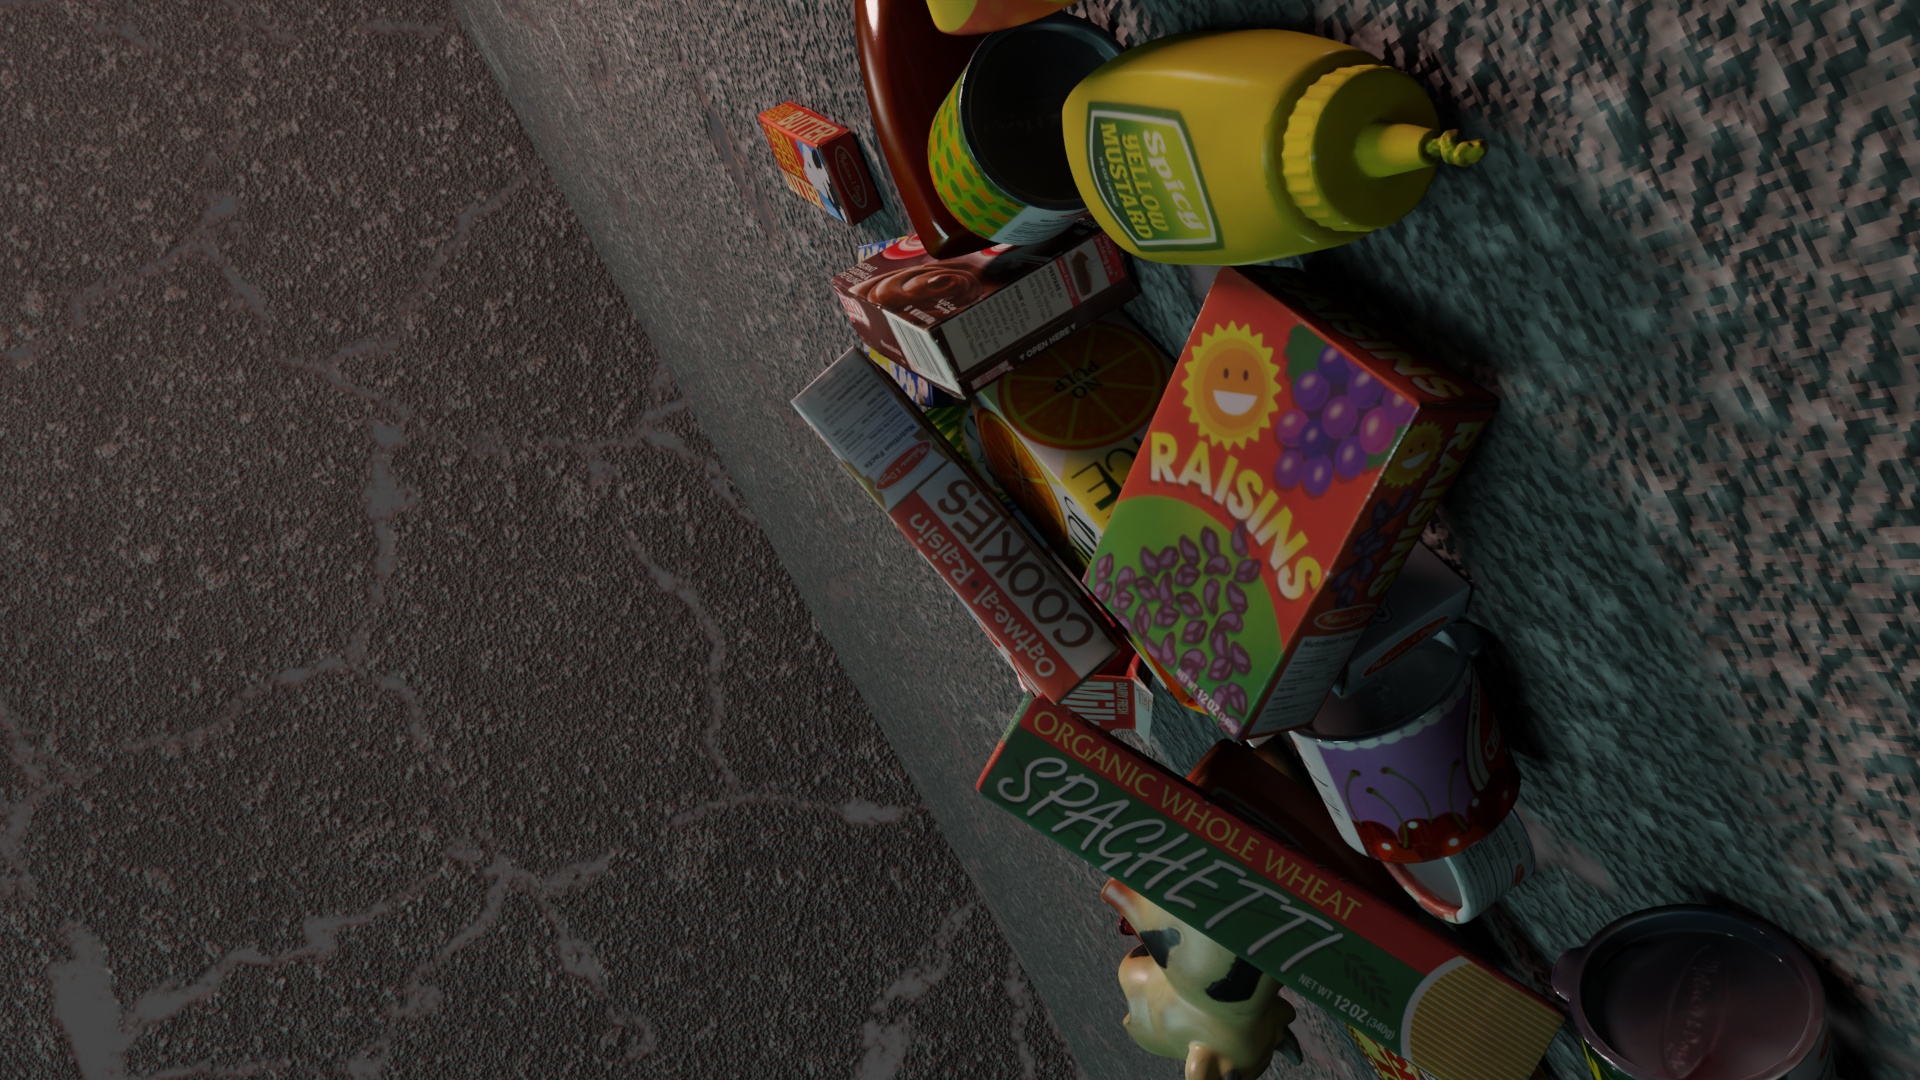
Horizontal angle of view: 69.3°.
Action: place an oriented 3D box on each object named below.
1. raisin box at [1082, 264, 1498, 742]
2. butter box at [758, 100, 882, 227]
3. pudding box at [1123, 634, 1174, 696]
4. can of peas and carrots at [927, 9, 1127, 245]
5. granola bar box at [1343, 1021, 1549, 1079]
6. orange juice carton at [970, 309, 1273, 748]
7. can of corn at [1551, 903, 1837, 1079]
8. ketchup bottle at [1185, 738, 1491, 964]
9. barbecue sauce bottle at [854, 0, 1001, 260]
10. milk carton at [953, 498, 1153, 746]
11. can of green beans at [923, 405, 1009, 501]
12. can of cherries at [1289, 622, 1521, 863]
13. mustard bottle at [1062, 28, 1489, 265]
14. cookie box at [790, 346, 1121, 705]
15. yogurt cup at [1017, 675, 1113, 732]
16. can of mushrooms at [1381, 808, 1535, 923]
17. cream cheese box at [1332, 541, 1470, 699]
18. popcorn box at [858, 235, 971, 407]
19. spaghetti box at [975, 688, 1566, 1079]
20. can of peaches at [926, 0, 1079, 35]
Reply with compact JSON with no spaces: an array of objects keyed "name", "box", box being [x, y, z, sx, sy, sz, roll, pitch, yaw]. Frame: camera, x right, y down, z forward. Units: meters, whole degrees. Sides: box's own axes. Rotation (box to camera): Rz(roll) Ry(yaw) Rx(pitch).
[{"name":"raisin box","box":[0.097,-0.012,0.432,0.086,0.040,0.122,49,130,39]},{"name":"butter box","box":[-0.085,-0.227,0.830,0.104,0.024,0.053,43,161,52]},{"name":"pudding box","box":[0.097,0.033,0.711,0.084,0.030,0.049,54,168,23]},{"name":"can of peas and carrots","box":[0.025,-0.143,0.484,0.071,0.071,0.058,60,168,-6]},{"name":"granola bar box","box":[0.254,0.283,0.662,0.165,0.039,0.124,58,169,3]},{"name":"orange juice carton","box":[0.085,-0.007,0.560,0.193,0.072,0.072,52,167,33]},{"name":"can of corn","box":[0.218,0.152,0.412,0.071,0.071,0.058,37,156,60]},{"name":"ketchup bottle","box":[0.160,0.153,0.612,0.149,0.044,0.064,35,123,7]},{"name":"barbecue sauce bottle","box":[-0.011,-0.187,0.538,0.148,0.065,0.043,68,166,2]},{"name":"milk carton","box":[0.051,0.033,0.793,0.191,0.073,0.072,52,167,29]},{"name":"can of green beans","box":[0.014,-0.053,0.770,0.071,0.058,0.071,55,167,19]},{"name":"can of cherries","box":[0.153,0.067,0.478,0.058,0.071,0.071,60,168,-22]},{"name":"mustard bottle","box":[0.082,-0.107,0.378,0.065,0.049,0.160,65,167,-22]},{"name":"cookie box","box":[0.002,-0.008,0.625,0.167,0.040,0.123,49,-177,1]},{"name":"yogurt cup","box":[0.074,0.086,0.857,0.072,0.072,0.053,48,172,42]},{"name":"can of mushrooms","box":[0.184,0.111,0.538,0.071,0.033,0.070,54,168,18]},{"name":"cream cheese box","box":[0.120,0.002,0.483,0.104,0.053,0.024,50,164,37]},{"name":"popcorn box","box":[-0.019,-0.116,0.727,0.127,0.038,0.085,-156,62,-70]},{"name":"spaghetti box","box":[0.123,0.147,0.575,0.250,0.050,0.028,31,180,7]},{"name":"can of peaches","box":[0.011,-0.190,0.411,0.071,0.071,0.057,42,161,54]}]
